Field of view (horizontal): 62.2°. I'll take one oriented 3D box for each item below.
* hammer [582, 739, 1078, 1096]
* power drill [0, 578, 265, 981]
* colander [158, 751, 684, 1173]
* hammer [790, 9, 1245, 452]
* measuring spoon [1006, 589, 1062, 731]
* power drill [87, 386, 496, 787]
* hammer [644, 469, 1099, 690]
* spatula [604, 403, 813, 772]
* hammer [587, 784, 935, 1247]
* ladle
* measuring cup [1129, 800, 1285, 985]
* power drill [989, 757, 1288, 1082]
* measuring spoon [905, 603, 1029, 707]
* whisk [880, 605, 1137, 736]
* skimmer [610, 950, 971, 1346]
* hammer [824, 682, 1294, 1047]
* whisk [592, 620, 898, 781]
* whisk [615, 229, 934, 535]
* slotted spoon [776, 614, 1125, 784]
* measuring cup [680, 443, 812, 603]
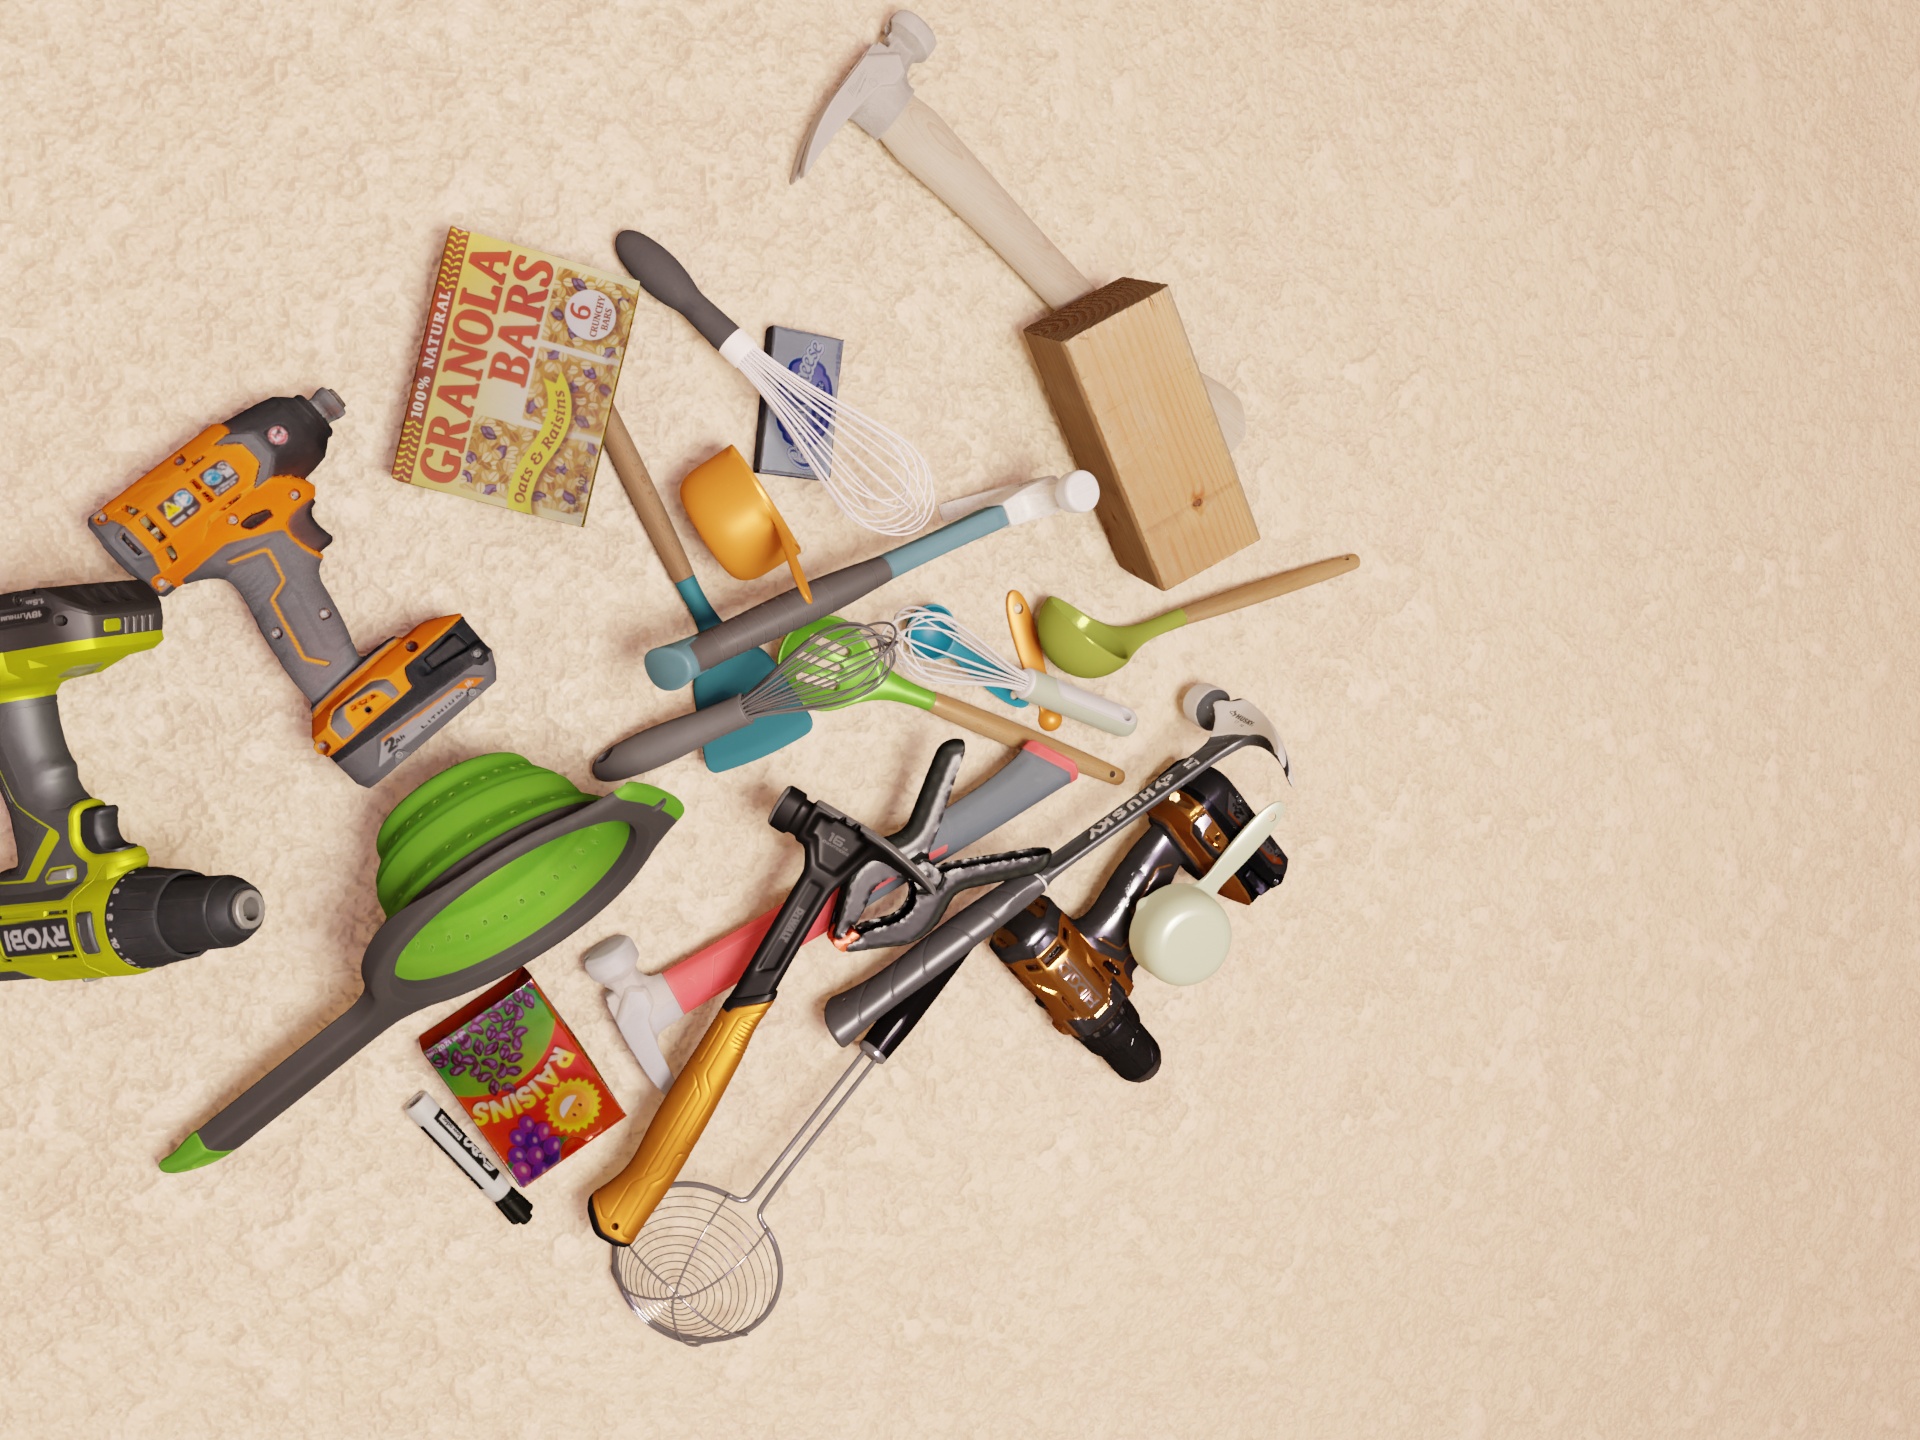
[{"bbox_3d":[-0.073,0.137,1.174,0.386,0.038,0.143,-29,107,-15],"label":"hammer"},{"bbox_3d":[-0.503,0.038,0.920,0.190,0.080,0.228,-7,96,18],"label":"power drill"},{"bbox_3d":[-0.368,0.138,1.022,0.397,0.204,0.094,-38,75,0],"label":"colander"},{"bbox_3d":[0.062,-0.330,1.197,0.410,0.038,0.146,39,81,-23],"label":"hammer"},{"bbox_3d":[0.058,-0.046,1.237,0.021,0.011,0.117,-22,104,-20],"label":"measuring spoon"},{"bbox_3d":[-0.397,-0.088,0.996,0.164,0.084,0.226,-44,106,-14],"label":"power drill"},{"bbox_3d":[-0.065,-0.100,1.100,0.331,0.128,0.033,-28,105,-26],"label":"hammer"},{"bbox_3d":[-0.202,-0.120,1.097,0.082,0.044,0.317,-23,104,5],"label":"spatula"},{"bbox_3d":[-0.151,0.218,1.102,0.127,0.034,0.337,31,90,-1],"label":"hammer"},{"bbox_3d":[0.200,-0.099,1.273,0.320,0.078,0.062,-18,138,-26],"label":"ladle"},{"bbox_3d":[0.199,0.131,1.213,0.083,0.038,0.167,40,90,-25],"label":"measuring cup"},{"bbox_3d":[0.155,0.165,1.268,0.226,0.084,0.185,-43,113,-10],"label":"power drill"},{"bbox_3d":[0.004,-0.045,1.215,0.128,0.021,0.042,36,78,-32],"label":"measuring spoon"},{"bbox_3d":[0.043,-0.031,1.197,0.246,0.059,0.058,20,45,-35],"label":"whisk"},{"bbox_3d":[-0.111,0.297,1.186,0.127,0.090,0.363,41,67,-1],"label":"skimmer"},{"bbox_3d":[0.071,0.113,1.190,0.409,0.149,0.036,-35,117,-9],"label":"hammer"},{"bbox_3d":[-0.148,-0.010,1.085,0.239,0.055,0.055,-23,107,12],"label":"whisk"},{"bbox_3d":[-0.129,-0.231,1.087,0.284,0.070,0.070,43,78,-4],"label":"whisk"},{"bbox_3d":[-0.002,-0.004,1.208,0.313,0.031,0.070,21,88,-26],"label":"slotted spoon"},{"bbox_3d":[-0.141,-0.115,1.060,0.052,0.174,0.095,-31,131,3],"label":"measuring cup"}]
